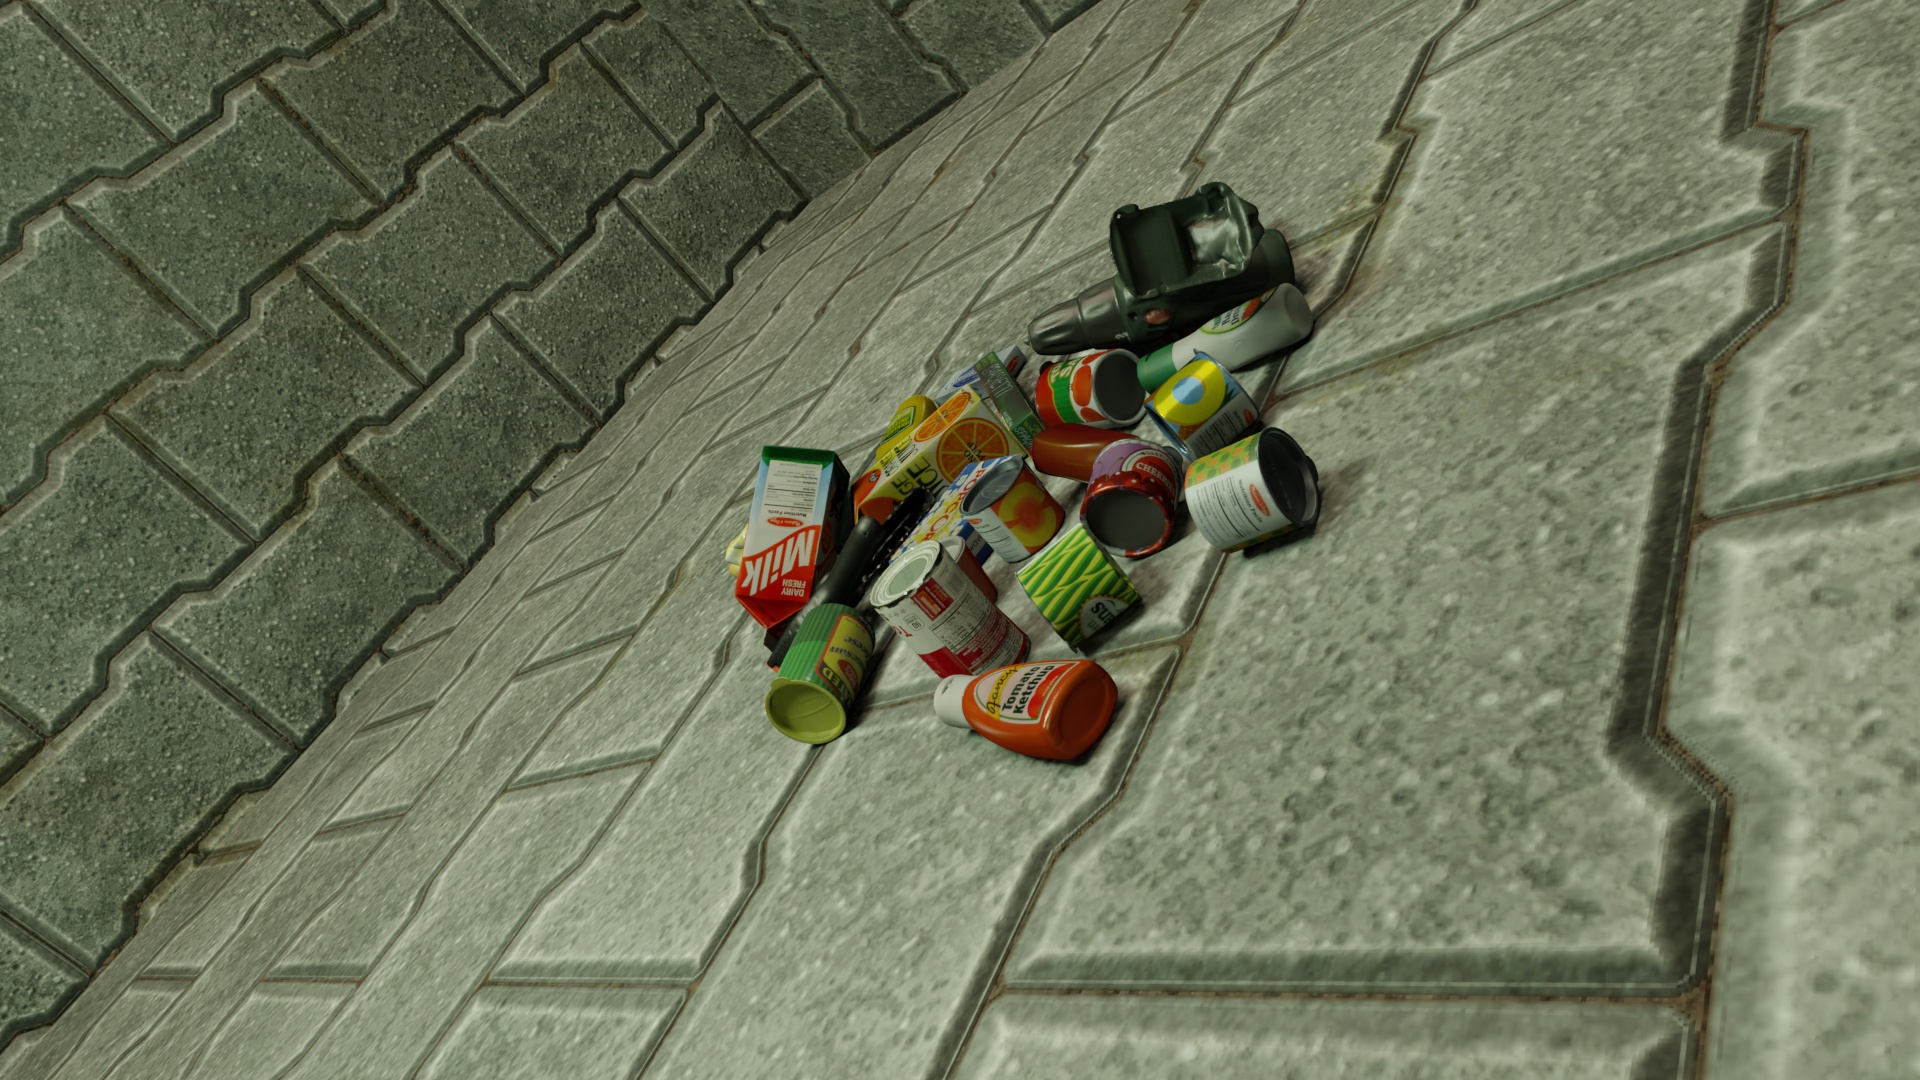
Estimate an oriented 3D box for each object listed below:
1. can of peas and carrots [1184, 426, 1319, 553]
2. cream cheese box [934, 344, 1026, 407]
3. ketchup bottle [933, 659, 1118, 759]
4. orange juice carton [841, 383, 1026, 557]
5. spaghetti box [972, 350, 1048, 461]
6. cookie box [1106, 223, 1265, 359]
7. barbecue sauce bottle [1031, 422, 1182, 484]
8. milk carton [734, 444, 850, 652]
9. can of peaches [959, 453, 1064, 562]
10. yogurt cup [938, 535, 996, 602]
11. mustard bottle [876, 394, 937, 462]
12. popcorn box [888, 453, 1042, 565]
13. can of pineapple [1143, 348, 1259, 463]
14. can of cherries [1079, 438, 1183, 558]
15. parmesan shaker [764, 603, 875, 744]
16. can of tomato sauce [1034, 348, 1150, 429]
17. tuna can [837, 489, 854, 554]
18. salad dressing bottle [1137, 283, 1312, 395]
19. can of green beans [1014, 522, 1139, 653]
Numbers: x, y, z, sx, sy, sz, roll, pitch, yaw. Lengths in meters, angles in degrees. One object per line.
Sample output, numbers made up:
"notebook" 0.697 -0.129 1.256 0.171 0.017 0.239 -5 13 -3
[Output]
"can of peas and carrots" 0.186 -0.032 0.882 0.058 0.071 0.071 -25 26 40
"cream cheese box" 0.022 -0.175 1.518 0.103 0.024 0.054 -19 29 46
"ketchup bottle" 0.036 0.107 0.901 0.065 0.043 0.148 -52 22 -24
"orange juice carton" -0.037 -0.053 1.310 0.192 0.073 0.072 -41 20 4
"spaghetti box" 0.052 -0.130 1.339 0.028 0.050 0.251 -37 21 7
"cookie box" 0.209 -0.228 1.270 0.167 0.040 0.123 -35 22 20
"barbecue sauce bottle" 0.116 -0.063 1.086 0.065 0.043 0.148 -11 15 -24
"milk carton" -0.160 0.013 1.304 0.072 0.073 0.191 68 -151 -70
"can of peaches" 0.044 -0.026 1.132 0.071 0.058 0.071 -36 20 16
"yogurt cup" -0.008 0.037 1.103 0.072 0.054 0.073 -36 21 16
"mustard bottle" -0.051 -0.119 1.500 0.065 0.048 0.161 -32 23 21
"popcorn box" 0.004 -0.015 1.210 0.127 0.038 0.085 -52 21 -24
"can of pineapple" 0.176 -0.098 1.025 0.058 0.071 0.071 -42 20 2
"can of cherries" 0.123 -0.031 0.987 0.071 0.071 0.059 -27 25 34
"parmesan shaker" -0.113 0.105 1.132 0.071 0.071 0.103 -30 23 30
"can of tomato sauce" 0.114 -0.129 1.197 0.071 0.071 0.083 -51 23 -23
"tuna can" -0.112 -0.017 1.385 0.071 0.033 0.071 -168 89 -73
"salad dressing bottle" 0.210 -0.158 1.119 0.147 0.044 0.064 -23 20 41
"can of green beans" 0.080 0.031 0.943 0.058 0.071 0.071 -39 21 7
